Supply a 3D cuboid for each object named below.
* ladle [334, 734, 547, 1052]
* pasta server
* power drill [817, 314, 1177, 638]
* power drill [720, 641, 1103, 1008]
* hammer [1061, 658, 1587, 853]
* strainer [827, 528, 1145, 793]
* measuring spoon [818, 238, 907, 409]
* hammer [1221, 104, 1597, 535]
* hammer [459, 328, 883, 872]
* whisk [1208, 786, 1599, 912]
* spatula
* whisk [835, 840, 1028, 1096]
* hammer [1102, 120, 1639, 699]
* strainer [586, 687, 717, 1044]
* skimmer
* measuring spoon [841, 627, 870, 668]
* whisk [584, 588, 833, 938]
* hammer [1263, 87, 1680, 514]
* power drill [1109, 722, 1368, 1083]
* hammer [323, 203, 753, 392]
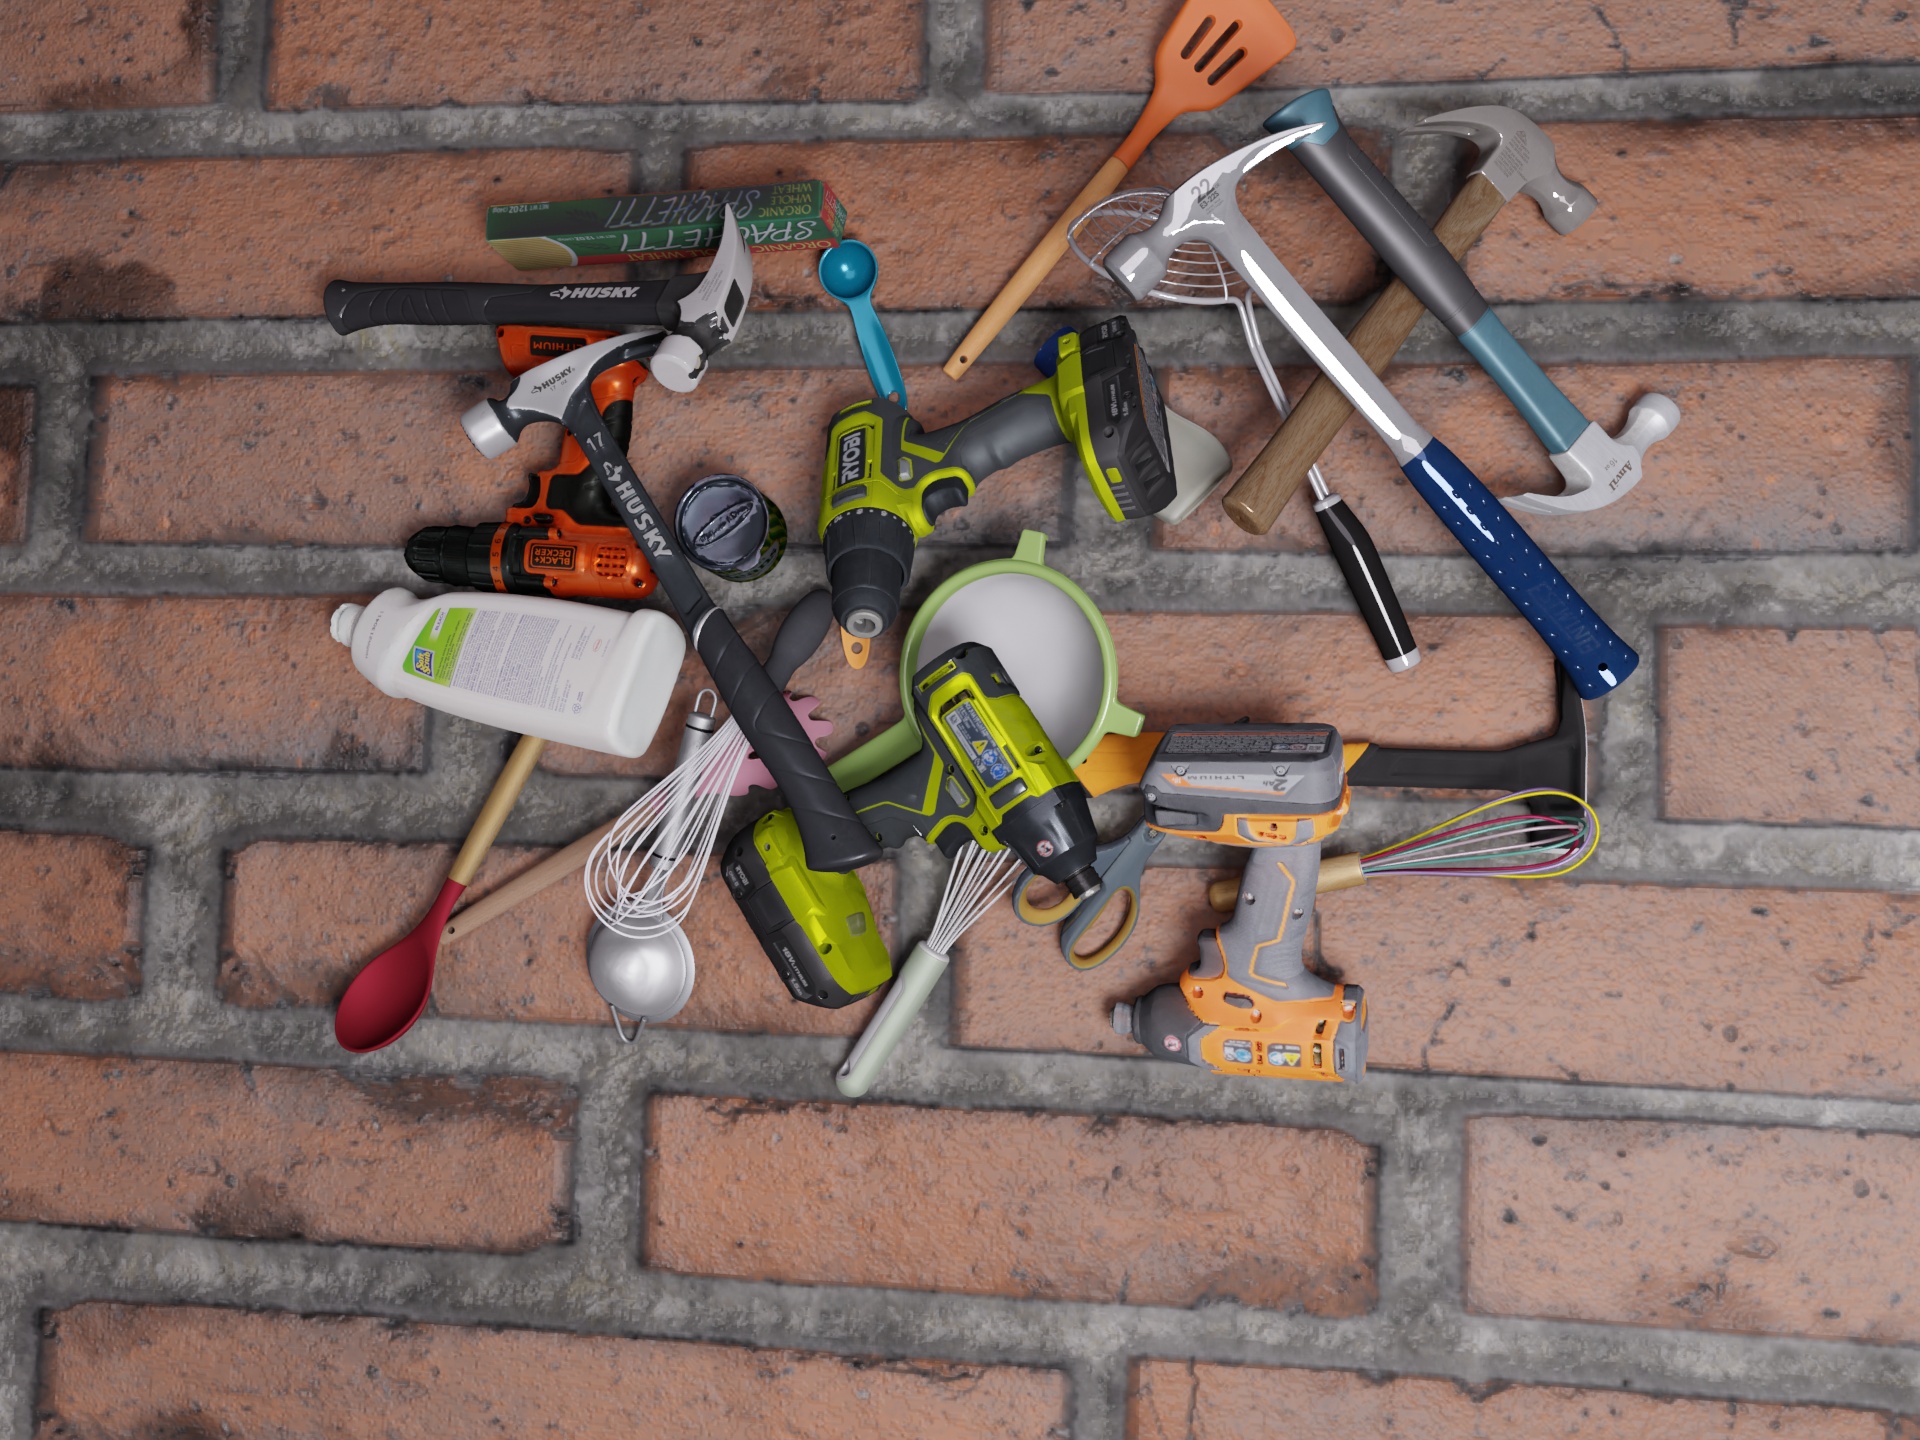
[{"bbox_3d":[-0.339,0.088,1.106,0.069,0.031,0.315,24,83,32],"label":"ladle"},{"bbox_3d":[-0.231,0.074,1.106,0.316,0.040,0.060,-31,83,8],"label":"pasta server"},{"bbox_3d":[0.014,-0.151,1.005,0.228,0.080,0.191,-17,46,18],"label":"power drill"},{"bbox_3d":[-0.028,0.080,1.008,0.223,0.080,0.171,-36,78,20],"label":"power drill"},{"bbox_3d":[0.235,0.021,1.044,0.337,0.034,0.127,1,87,7],"label":"hammer"},{"bbox_3d":[-0.002,-0.003,1.069,0.256,0.069,0.151,-32,79,22],"label":"strainer"},{"bbox_3d":[-0.062,-0.272,1.113,0.042,0.021,0.128,-19,93,9],"label":"measuring spoon"},{"bbox_3d":[0.270,-0.255,1.008,0.130,0.031,0.331,40,80,-14],"label":"hammer"},{"bbox_3d":[-0.166,-0.077,1.014,0.149,0.036,0.409,-33,74,-2],"label":"hammer"},{"bbox_3d":[0.278,0.093,1.010,0.245,0.051,0.047,-15,117,20],"label":"whisk"},{"bbox_3d":[0.095,-0.362,1.083,0.081,0.041,0.322,38,94,-17],"label":"spatula"},{"bbox_3d":[-0.014,0.147,1.063,0.059,0.058,0.246,30,95,-22],"label":"whisk"},{"bbox_3d":[0.272,-0.174,0.957,0.144,0.035,0.405,-43,100,9],"label":"hammer"},{"bbox_3d":[-0.204,0.102,1.069,0.087,0.050,0.258,18,96,18],"label":"strainer"},{"bbox_3d":[0.192,-0.189,1.049,0.090,0.127,0.363,-21,99,46],"label":"skimmer"},{"bbox_3d":[-0.073,-0.094,1.105,0.021,0.011,0.117,-3,89,6],"label":"measuring spoon"},{"bbox_3d":[-0.151,0.019,1.032,0.070,0.070,0.285,25,59,8],"label":"whisk"},{"bbox_3d":[0.309,-0.259,0.986,0.331,0.033,0.128,44,78,-13],"label":"hammer"},{"bbox_3d":[0.168,0.119,0.994,0.164,0.084,0.226,-1,109,18],"label":"power drill"},{"bbox_3d":[-0.294,-0.286,1.077,0.335,0.035,0.146,6,56,23],"label":"hammer"}]
